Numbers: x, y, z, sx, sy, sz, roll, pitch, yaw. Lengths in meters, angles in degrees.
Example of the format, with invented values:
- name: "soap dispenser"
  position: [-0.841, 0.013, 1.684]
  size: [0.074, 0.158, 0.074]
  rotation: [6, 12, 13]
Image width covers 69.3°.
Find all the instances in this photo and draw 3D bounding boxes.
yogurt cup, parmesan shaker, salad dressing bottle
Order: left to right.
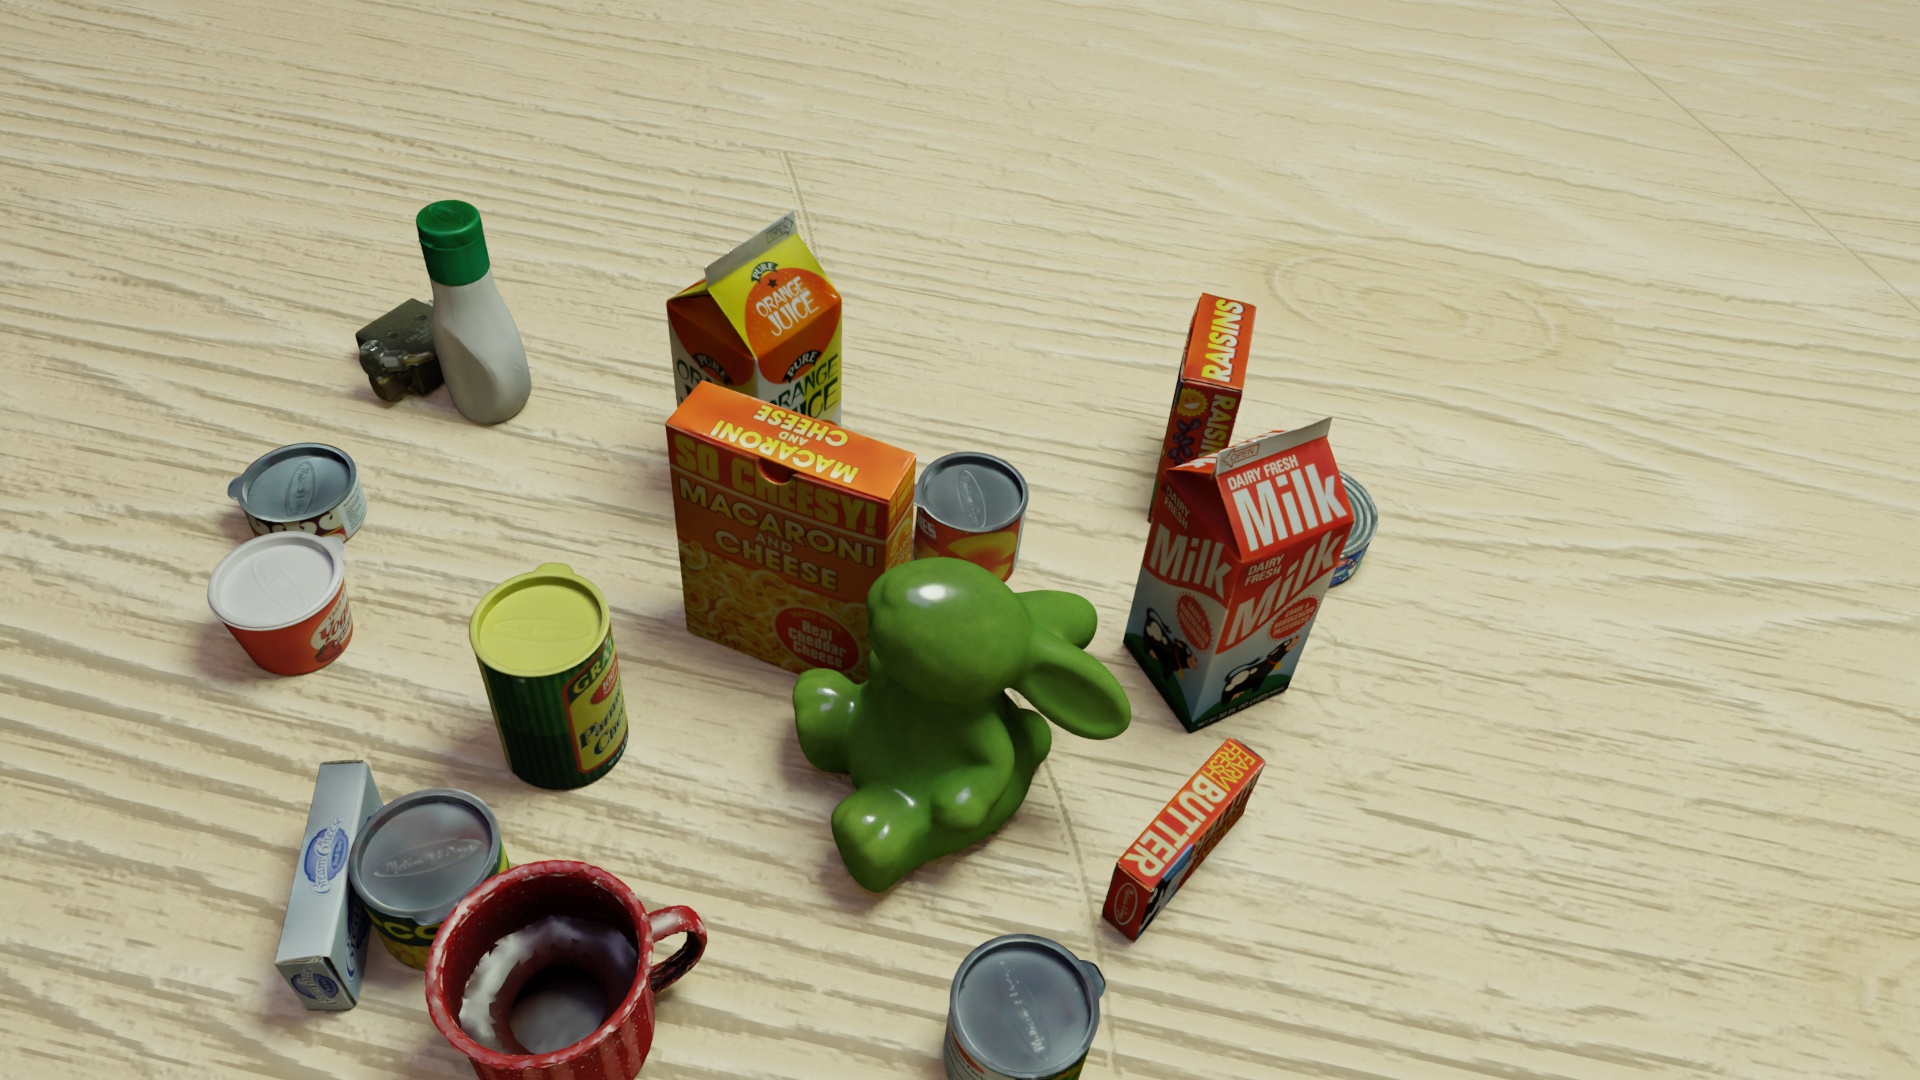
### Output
- name: "yogurt cup"
  position: [-0.368, 0.037, 0.760]
  size: [0.072, 0.053, 0.073]
  rotation: [3, 48, -3]
- name: "salad dressing bottle"
  position: [-0.304, -0.140, 0.864]
  size: [0.064, 0.146, 0.044]
  rotation: [30, 52, 20]
- name: "parmesan shaker"
  position: [-0.207, 0.071, 0.712]
  size: [0.071, 0.102, 0.072]
  rotation: [3, 48, -3]

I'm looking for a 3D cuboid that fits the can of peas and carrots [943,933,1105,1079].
- name: "can of peas and carrots"
  position: [0.028, 0.220, 0.629]
  size: [0.071, 0.058, 0.071]
  rotation: [3, 48, -3]

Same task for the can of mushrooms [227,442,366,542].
- name: "can of mushrooms"
  position: [-0.393, -0.024, 0.827]
  size: [0.071, 0.033, 0.071]
  rotation: [3, 48, -3]

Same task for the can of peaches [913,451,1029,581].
- name: "can of peaches"
  position: [0.003, -0.010, 0.836]
  size: [0.071, 0.057, 0.071]
  rotation: [3, 48, -3]

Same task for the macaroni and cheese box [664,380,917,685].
- name: "macaroni and cheese box"
  position: [-0.089, 0.006, 0.740]
  size: [0.124, 0.165, 0.040]
  rotation: [19, 49, 12]

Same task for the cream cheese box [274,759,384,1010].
- name: "cream cheese box"
  position: [-0.293, 0.162, 0.654]
  size: [0.024, 0.053, 0.104]
  rotation: [-2, 48, -7]

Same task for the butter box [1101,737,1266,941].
- name: "butter box"
  position: [0.113, 0.150, 0.705]
  size: [0.024, 0.052, 0.104]
  rotation: [35, 54, 24]

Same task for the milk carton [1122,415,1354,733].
- name: "milk carton"
  position: [0.147, 0.012, 0.741]
  size: [0.072, 0.189, 0.074]
  rotation: [-19, 52, -21]

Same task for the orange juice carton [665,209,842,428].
- name: "orange juice carton"
  position: [-0.119, -0.099, 0.814]
  size: [0.073, 0.191, 0.072]
  rotation: [33, 53, 22]

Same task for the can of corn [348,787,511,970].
- name: "can of corn"
  position: [-0.246, 0.162, 0.655]
  size: [0.071, 0.058, 0.071]
  rotation: [3, 48, -3]

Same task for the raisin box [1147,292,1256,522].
- name: "raisin box"
  position: [0.150, -0.079, 0.869]
  size: [0.040, 0.122, 0.086]
  rotation: [14, 48, 7]
